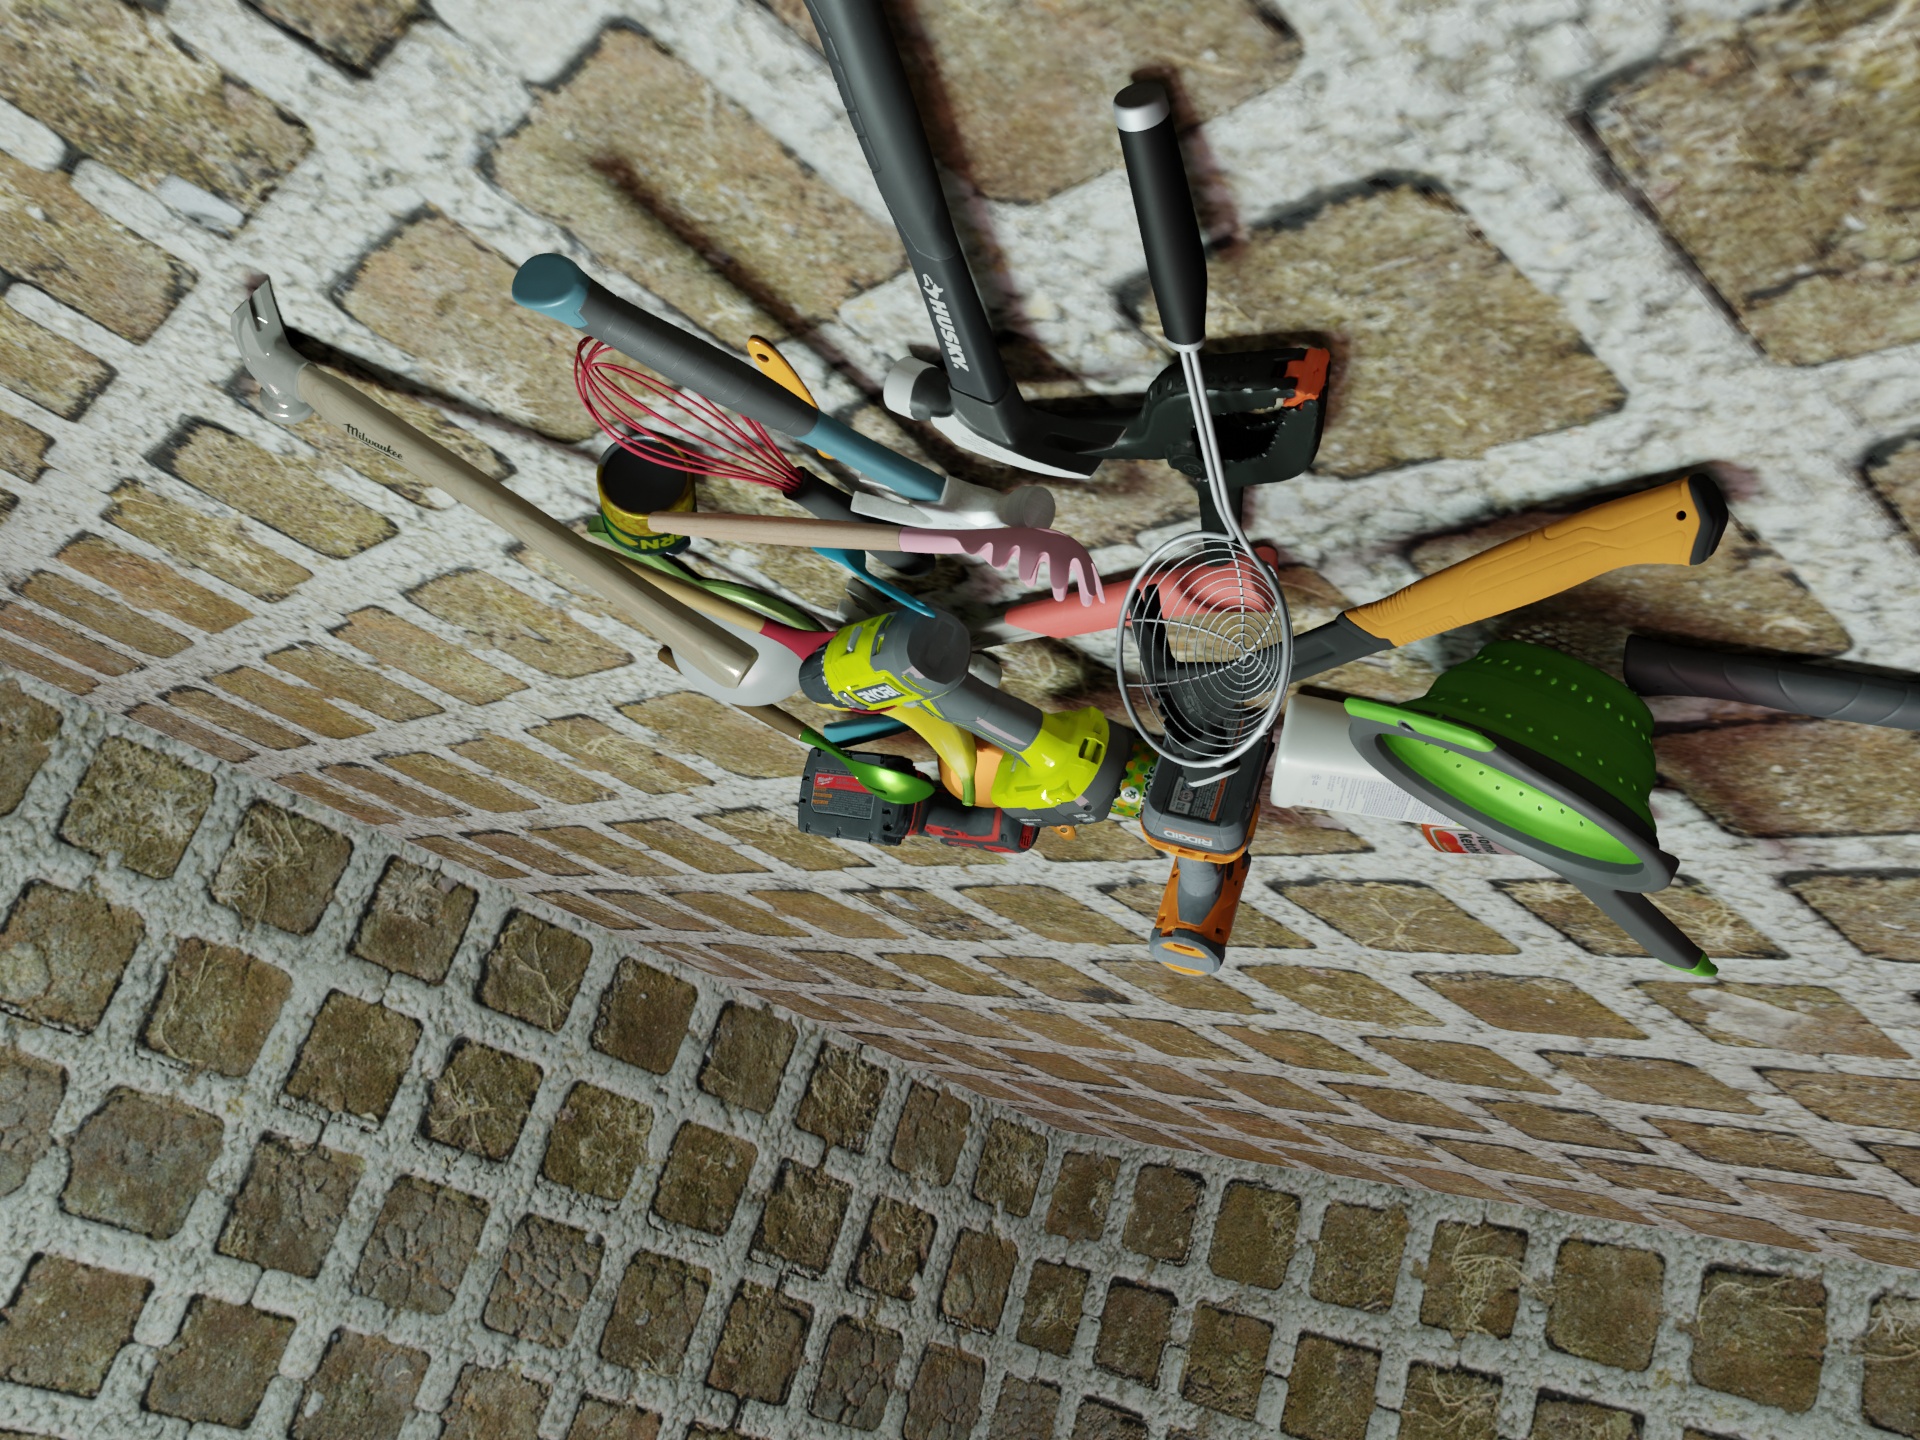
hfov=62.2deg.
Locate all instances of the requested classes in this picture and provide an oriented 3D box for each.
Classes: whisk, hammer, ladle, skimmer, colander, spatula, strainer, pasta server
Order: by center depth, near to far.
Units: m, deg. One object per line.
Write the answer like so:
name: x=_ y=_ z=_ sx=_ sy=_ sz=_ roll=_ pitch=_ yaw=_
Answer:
hammer: x=-0.014 y=-0.230 z=0.734 sx=0.146 sy=0.035 sz=0.334 roll=28 pitch=163 yaw=27
skimmer: x=0.097 y=-0.122 z=0.771 sx=0.127 sy=0.090 sz=0.362 roll=45 pitch=165 yaw=41
hammer: x=0.577 y=0.002 z=0.866 sx=0.409 sy=0.036 sz=0.149 roll=11 pitch=158 yaw=19
hammer: x=0.243 y=-0.066 z=0.875 sx=0.337 sy=0.127 sz=0.034 roll=-21 pitch=178 yaw=40
hammer: x=-0.099 y=-0.175 z=0.902 sx=0.330 sy=0.033 sz=0.128 roll=22 pitch=170 yaw=-41
pasta server: x=-0.060 y=-0.106 z=0.981 sx=0.316 sy=0.040 sz=0.060 roll=7 pitch=176 yaw=24
whisk: x=-0.120 y=-0.161 z=1.011 sx=0.073 sy=0.073 sz=0.295 roll=-4 pitch=156 yaw=46
colander: x=0.404 y=0.053 z=1.012 sx=0.396 sy=0.094 sz=0.205 roll=34 pitch=173 yaw=-35
hammer: x=0.068 y=-0.077 z=1.096 sx=0.149 sy=0.037 sz=0.359 roll=31 pitch=157 yaw=-31
hammer: x=-0.318 y=-0.151 z=1.101 sx=0.410 sy=0.038 sz=0.146 roll=33 pitch=159 yaw=-2
ladle: x=-0.180 y=-0.084 z=1.247 sx=0.315 sy=0.069 sz=0.031 roll=23 pitch=-161 yaw=-23
strainer: x=-0.214 y=-0.075 z=1.293 sx=0.151 sy=0.069 sz=0.256 roll=1 pitch=155 yaw=39
spatula: x=0.038 y=0.035 z=1.404 sx=0.317 sy=0.044 sz=0.082 roll=15 pitch=164 yaw=6

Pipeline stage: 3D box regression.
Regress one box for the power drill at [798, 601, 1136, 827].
power drill: x=-0.002 y=-0.004 z=1.192 sx=0.228 sy=0.080 sz=0.190 roll=31 pitch=159 yaw=-25

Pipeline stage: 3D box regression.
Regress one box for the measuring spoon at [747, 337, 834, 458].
measuring spoon: x=-0.101 y=-0.193 z=0.970 sx=0.021 sy=0.011 sz=0.116 roll=8 pitch=158 yaw=26

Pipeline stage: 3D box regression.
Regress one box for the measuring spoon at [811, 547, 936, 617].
measuring spoon: x=-0.055 y=-0.104 z=1.089 sx=0.042 sy=0.021 sz=0.129 roll=10 pitch=-161 yaw=-48

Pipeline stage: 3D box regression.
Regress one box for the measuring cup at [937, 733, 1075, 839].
measuring cup: x=0.048 y=0.060 z=1.362 sx=0.095 sy=0.052 sz=0.173 roll=-25 pitch=121 yaw=27

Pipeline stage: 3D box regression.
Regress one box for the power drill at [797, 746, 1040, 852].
power drill: x=-0.055 y=0.080 z=1.504 sx=0.188 sy=0.080 sz=0.226 roll=5 pitch=174 yaw=37

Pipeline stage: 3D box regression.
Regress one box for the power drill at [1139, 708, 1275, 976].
power drill: x=0.198 y=0.083 z=1.265 sx=0.084 sy=0.164 sz=0.226 roll=12 pitch=147 yaw=16

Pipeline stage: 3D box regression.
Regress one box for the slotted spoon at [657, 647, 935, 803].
slotted spoon: x=-0.153 y=0.003 z=1.390 sx=0.314 sy=0.031 sz=0.070 roll=28 pitch=174 yaw=28
